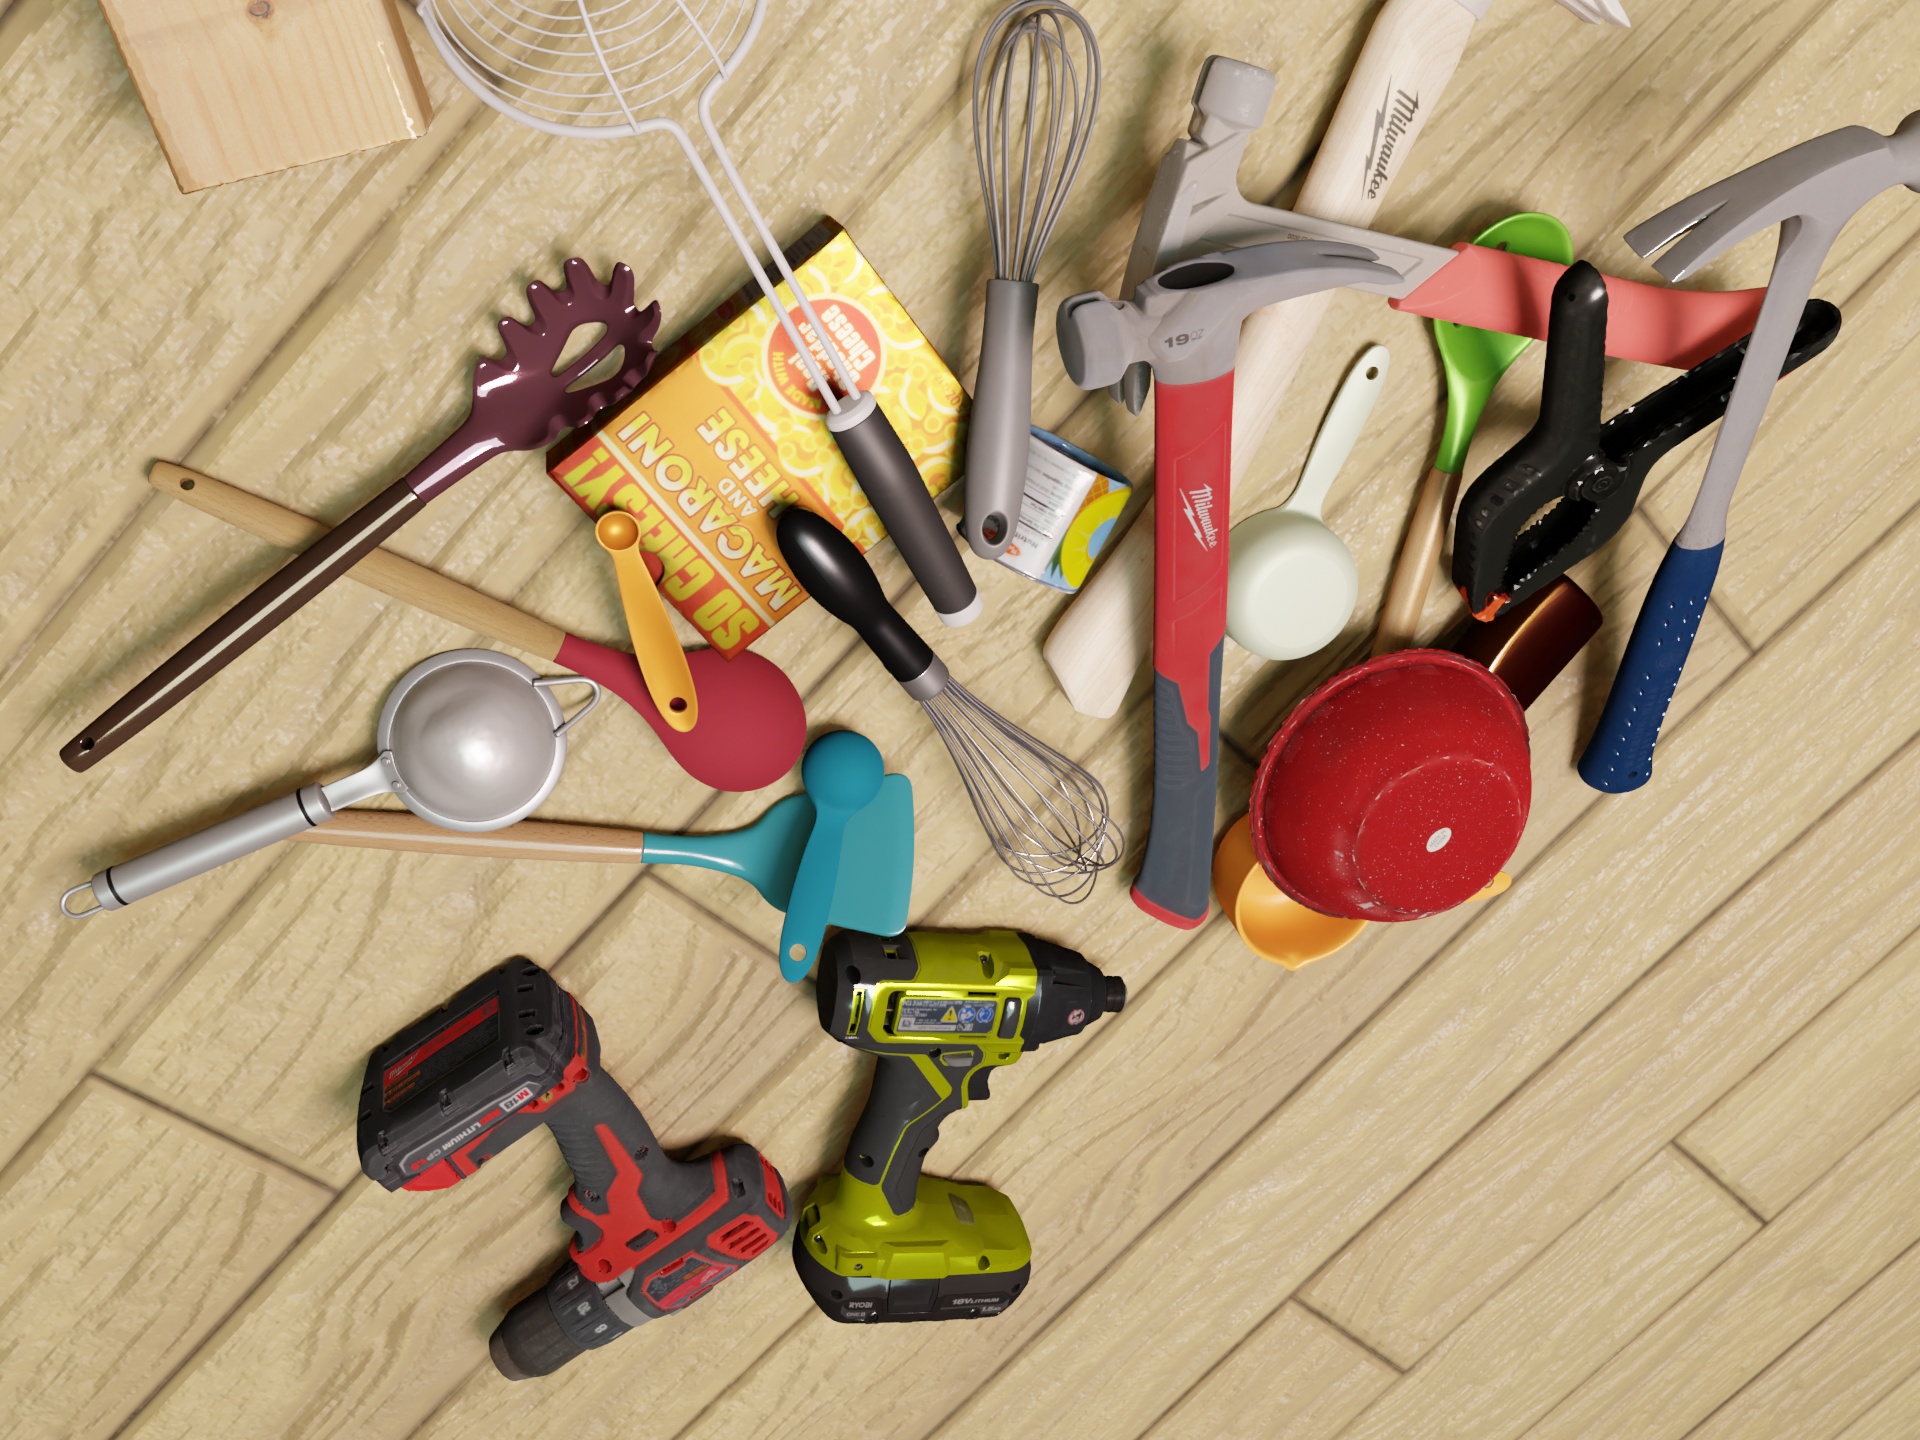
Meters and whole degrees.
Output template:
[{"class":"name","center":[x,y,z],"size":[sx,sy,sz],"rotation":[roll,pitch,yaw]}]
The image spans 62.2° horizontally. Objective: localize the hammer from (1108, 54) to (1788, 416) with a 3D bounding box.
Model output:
[{"class":"hammer","center":[0.245,-0.191,0.741],"size":[0.359,0.037,0.149],"rotation":[5,117,-22]}]

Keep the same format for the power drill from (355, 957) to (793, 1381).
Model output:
[{"class":"power drill","center":[-0.221,0.254,0.852],"size":[0.188,0.080,0.226],"rotation":[-34,122,3]}]

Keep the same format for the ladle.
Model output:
[{"class":"ladle","center":[-0.208,-0.045,0.730],"size":[0.315,0.031,0.069],"rotation":[24,78,-21]}]

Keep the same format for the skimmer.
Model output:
[{"class":"skimmer","center":[-0.080,-0.186,0.650],"size":[0.127,0.090,0.362],"rotation":[-33,130,-3]}]

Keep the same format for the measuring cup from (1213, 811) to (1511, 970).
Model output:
[{"class":"measuring cup","center":[0.226,0.086,0.905],"size":[0.173,0.052,0.095],"rotation":[-2,116,-17]}]

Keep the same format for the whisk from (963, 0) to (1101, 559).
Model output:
[{"class":"whisk","center":[0.025,-0.189,0.692],"size":[0.055,0.055,0.239],"rotation":[2,103,-17]}]

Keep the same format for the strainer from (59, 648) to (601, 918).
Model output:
[{"class":"strainer","center":[-0.289,0.037,0.732],"size":[0.258,0.050,0.087],"rotation":[-23,97,-6]}]

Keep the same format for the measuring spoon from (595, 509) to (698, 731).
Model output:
[{"class":"measuring spoon","center":[-0.140,-0.044,0.717],"size":[0.021,0.011,0.116],"rotation":[-15,124,-3]}]

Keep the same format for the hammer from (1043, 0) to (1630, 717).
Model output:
[{"class":"hammer","center":[0.158,-0.180,0.763],"size":[0.146,0.038,0.410],"rotation":[18,110,-24]}]

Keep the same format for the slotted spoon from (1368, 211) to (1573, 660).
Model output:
[{"class":"slotted spoon","center":[0.244,-0.107,0.828],"size":[0.070,0.031,0.313],"rotation":[1,117,-19]}]

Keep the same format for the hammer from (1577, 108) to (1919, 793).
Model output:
[{"class":"hammer","center":[0.357,-0.096,0.774],"size":[0.144,0.035,0.405],"rotation":[-17,141,-7]}]

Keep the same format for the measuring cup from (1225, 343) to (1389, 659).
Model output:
[{"class":"measuring cup","center":[0.183,-0.106,0.803],"size":[0.083,0.038,0.167],"rotation":[13,114,-21]}]

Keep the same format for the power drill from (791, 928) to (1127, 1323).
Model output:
[{"class":"power drill","center":[-0.005,0.224,0.896],"size":[0.171,0.080,0.223],"rotation":[5,111,-18]}]

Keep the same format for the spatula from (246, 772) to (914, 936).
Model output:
[{"class":"spatula","center":[-0.182,0.058,0.780],"size":[0.317,0.044,0.082],"rotation":[5,81,-15]}]

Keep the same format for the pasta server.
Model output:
[{"class":"pasta server","center":[-0.255,-0.082,0.674],"size":[0.316,0.040,0.060],"rotation":[-39,91,-3]}]

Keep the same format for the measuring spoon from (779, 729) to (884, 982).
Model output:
[{"class":"measuring spoon","center":[-0.067,0.065,0.779],"size":[0.042,0.021,0.129],"rotation":[15,76,-8]}]

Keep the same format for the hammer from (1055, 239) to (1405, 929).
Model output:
[{"class":"hammer","center":[0.125,-0.041,0.768],"size":[0.143,0.038,0.385],"rotation":[-16,133,-10]}]

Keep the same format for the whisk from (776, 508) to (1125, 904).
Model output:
[{"class":"whisk","center":[-0.001,-0.002,0.774],"size":[0.070,0.070,0.284],"rotation":[-38,127,5]}]
